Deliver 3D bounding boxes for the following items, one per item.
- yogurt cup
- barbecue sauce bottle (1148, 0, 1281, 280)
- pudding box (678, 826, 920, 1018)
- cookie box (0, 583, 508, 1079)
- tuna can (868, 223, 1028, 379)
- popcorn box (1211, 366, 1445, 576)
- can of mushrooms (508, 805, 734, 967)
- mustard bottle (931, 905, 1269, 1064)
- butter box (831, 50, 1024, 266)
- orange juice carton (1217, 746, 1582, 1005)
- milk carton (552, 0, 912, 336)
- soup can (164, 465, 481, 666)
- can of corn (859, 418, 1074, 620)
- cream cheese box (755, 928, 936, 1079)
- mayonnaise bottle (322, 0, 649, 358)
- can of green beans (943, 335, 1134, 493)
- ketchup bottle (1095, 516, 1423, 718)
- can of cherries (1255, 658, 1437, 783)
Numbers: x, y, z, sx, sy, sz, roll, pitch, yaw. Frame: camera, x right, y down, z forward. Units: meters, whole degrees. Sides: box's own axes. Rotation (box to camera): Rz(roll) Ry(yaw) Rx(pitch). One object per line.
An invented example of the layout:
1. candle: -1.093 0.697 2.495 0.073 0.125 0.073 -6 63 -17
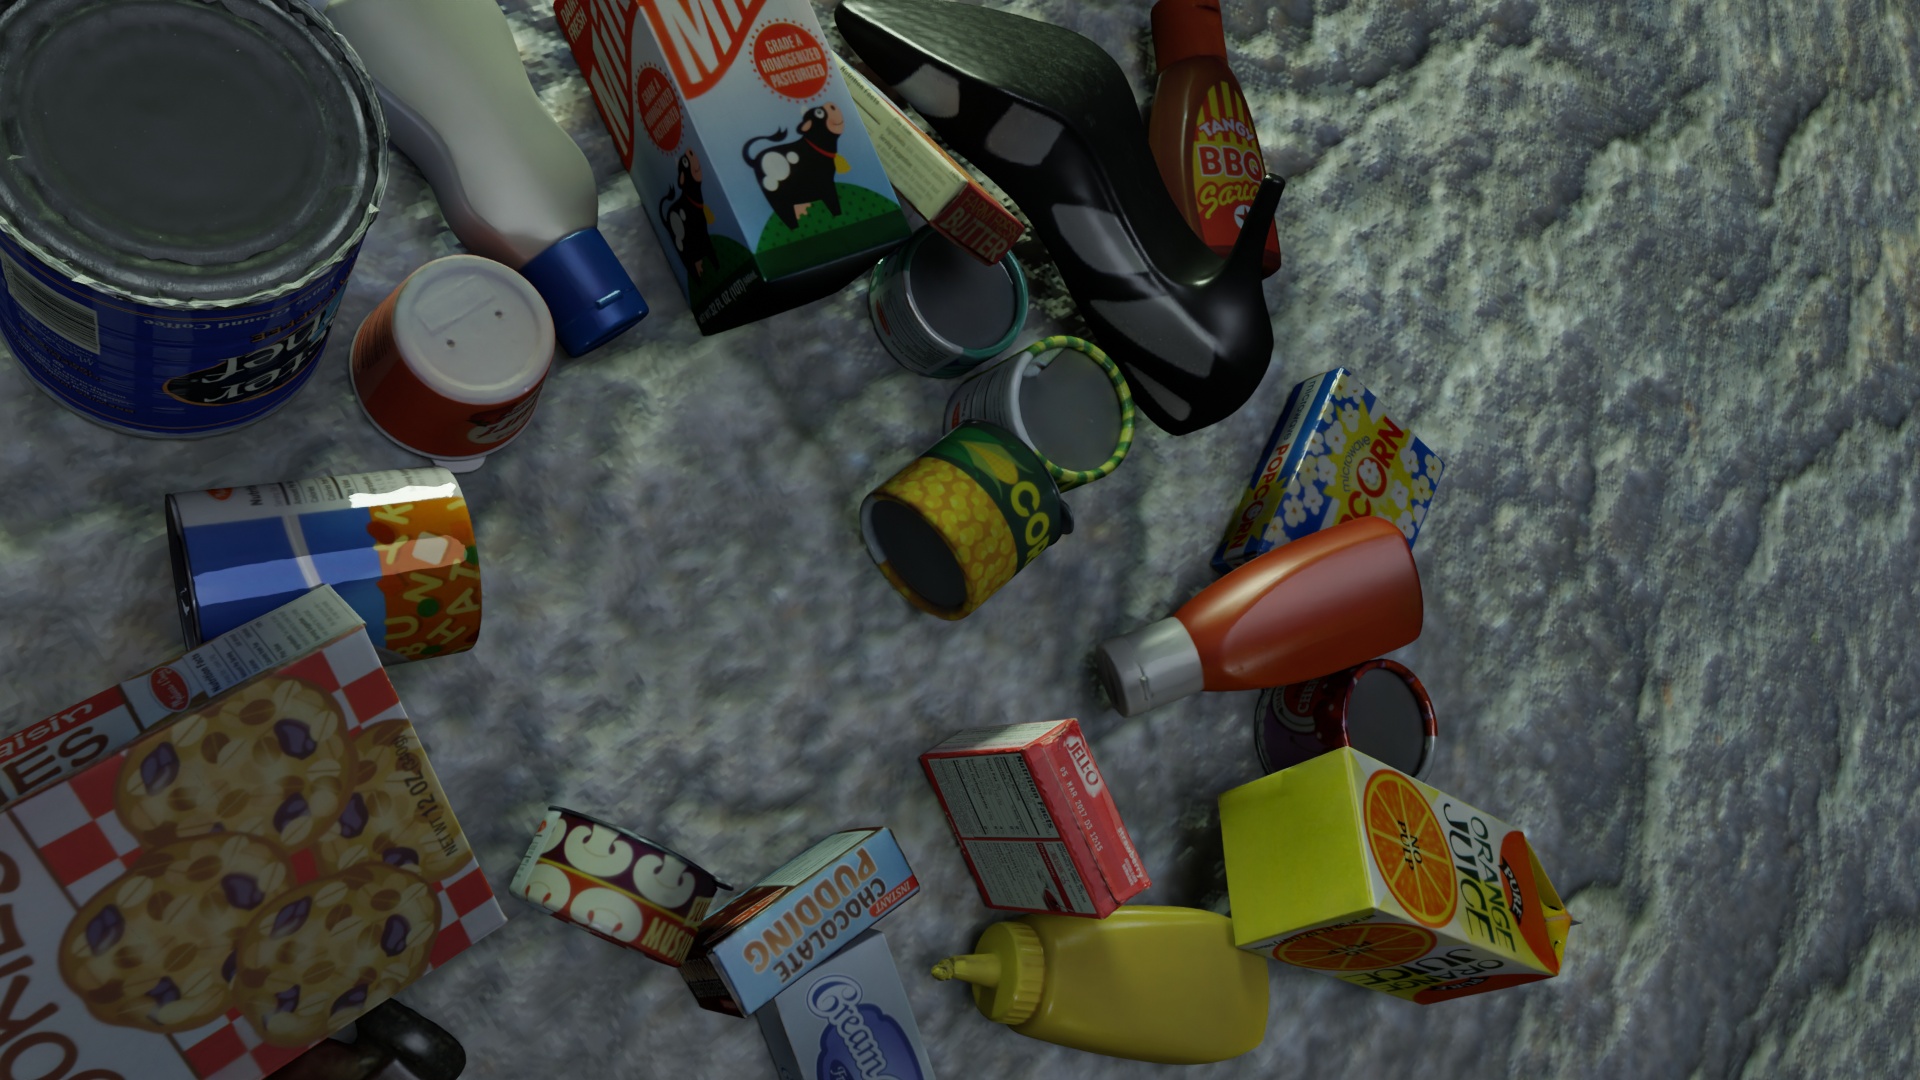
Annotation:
1. yogurt cup: -0.179 -0.067 0.497 0.072 0.053 0.072 8 75 -29
2. barbecue sauce bottle: 0.124 -0.206 0.713 0.065 0.043 0.148 -1 79 -32
3. pudding box: -0.063 0.141 0.521 0.084 0.049 0.030 -29 93 -33
4. cookie box: -0.232 0.107 0.397 0.168 0.040 0.122 -31 126 -29
5. tuna can: -0.003 -0.110 0.622 0.071 0.032 0.071 7 76 -29
6. popcorn box: 0.191 -0.015 0.713 0.085 0.038 0.127 39 62 -18
7. can of mushrooms: -0.118 0.121 0.482 0.071 0.071 0.033 32 66 -21
8. mustard bottle: 0.056 0.183 0.582 0.160 0.048 0.065 15 68 -27
9. butter box: -0.021 -0.161 0.586 0.104 0.024 0.053 49 15 27
10. orange juice carton: 0.209 0.164 0.643 0.192 0.071 0.073 26 48 -35
11. milk carton: -0.101 -0.188 0.559 0.074 0.072 0.190 -26 93 -32
12. soup can: -0.208 0.015 0.455 0.084 0.071 0.071 -9 84 -32
13. can of corn: 0.002 -0.007 0.581 0.058 0.071 0.071 -39 100 -30
14. cream cheese box: -0.038 0.208 0.536 0.053 0.024 0.103 -21 90 -34
15. mayonnaise bottle: -0.174 -0.140 0.524 0.065 0.041 0.148 -37 100 -30
16. can of green beans: 0.035 -0.052 0.617 0.071 0.057 0.071 7 76 -29
17. ketchup bottle: 0.137 0.040 0.638 0.149 0.043 0.064 -19 109 -11
18. can of cherries: 0.186 0.091 0.674 0.071 0.058 0.071 7 76 -30
